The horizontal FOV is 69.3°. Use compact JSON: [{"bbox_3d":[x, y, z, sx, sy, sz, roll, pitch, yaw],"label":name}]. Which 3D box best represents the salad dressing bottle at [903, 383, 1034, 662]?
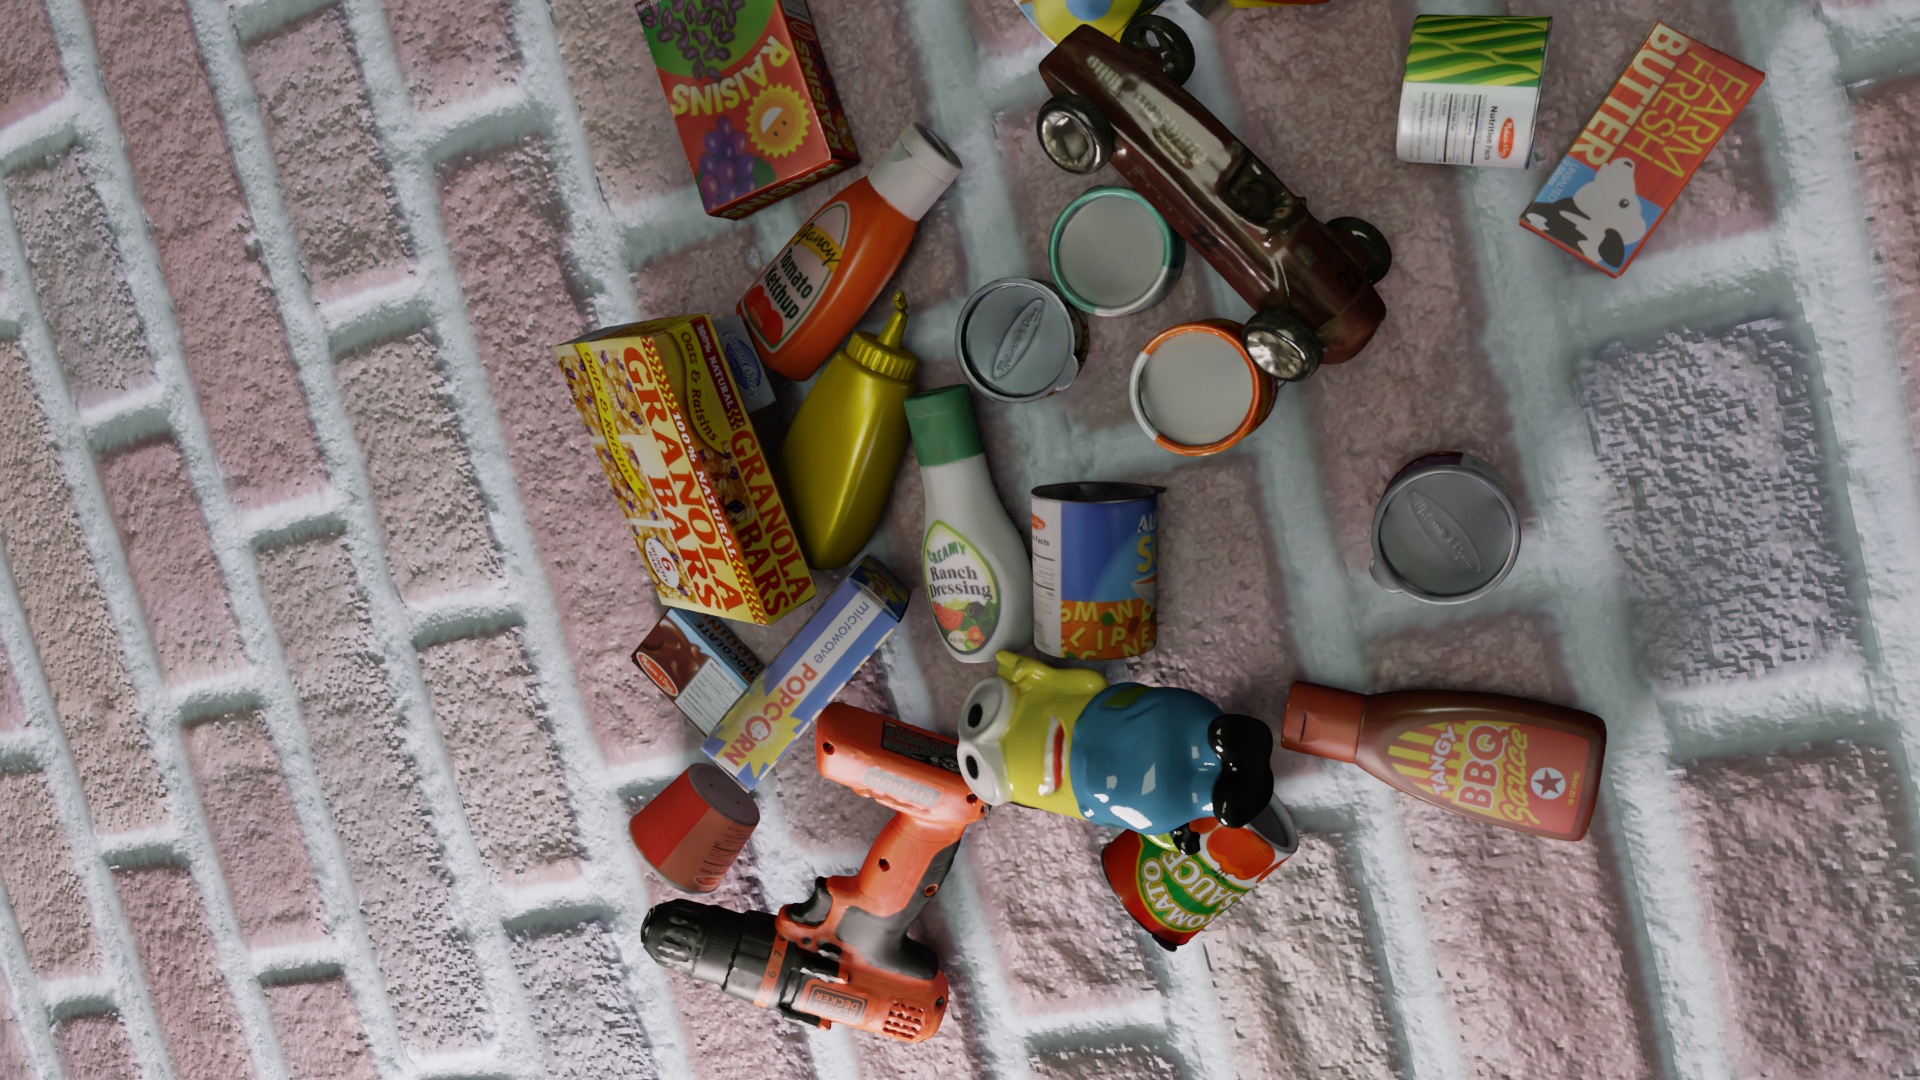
[{"bbox_3d":[0.003,-0.009,0.754,0.064,0.044,0.147,-3,104,43],"label":"salad dressing bottle"}]

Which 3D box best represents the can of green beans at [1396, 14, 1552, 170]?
[{"bbox_3d":[0.232,-0.204,0.630,0.058,0.071,0.071,9,103,19],"label":"can of green beans"}]

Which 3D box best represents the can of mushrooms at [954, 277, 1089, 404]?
[{"bbox_3d":[0.035,-0.105,0.738,0.071,0.033,0.071,3,100,20],"label":"can of mushrooms"}]

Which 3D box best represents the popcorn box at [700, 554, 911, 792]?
[{"bbox_3d":[-0.083,0.070,0.768,0.038,0.085,0.126,41,97,-4],"label":"popcorn box"}]

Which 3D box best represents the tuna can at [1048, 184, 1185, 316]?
[{"bbox_3d":[0.079,-0.151,0.714,0.071,0.033,0.071,4,101,19],"label":"tuna can"}]

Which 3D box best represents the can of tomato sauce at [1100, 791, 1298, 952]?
[{"bbox_3d":[0.126,0.163,0.732,0.071,0.071,0.083,46,111,7],"label":"can of tomato sauce"}]

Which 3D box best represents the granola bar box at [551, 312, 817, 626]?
[{"bbox_3d":[-0.152,-0.040,0.767,0.124,0.039,0.165,5,120,51],"label":"granola bar box"}]

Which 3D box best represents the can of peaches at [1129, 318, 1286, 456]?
[{"bbox_3d":[0.125,-0.078,0.696,0.071,0.058,0.071,4,101,20],"label":"can of peaches"}]

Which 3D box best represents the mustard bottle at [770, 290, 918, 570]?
[{"bbox_3d":[-0.059,-0.063,0.771,0.065,0.049,0.159,33,108,25],"label":"mustard bottle"}]

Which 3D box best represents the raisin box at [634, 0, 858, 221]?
[{"bbox_3d":[-0.118,-0.251,0.766,0.086,0.040,0.123,-18,92,21],"label":"raisin box"}]

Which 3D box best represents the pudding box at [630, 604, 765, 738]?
[{"bbox_3d":[-0.153,0.080,0.843,0.084,0.030,0.049,44,112,8],"label":"pudding box"}]

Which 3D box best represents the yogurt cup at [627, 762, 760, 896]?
[{"bbox_3d":[-0.159,0.173,0.843,0.072,0.072,0.054,42,99,9],"label":"yogurt cup"}]

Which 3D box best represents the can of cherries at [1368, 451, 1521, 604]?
[{"bbox_3d":[0.231,-0.006,0.670,0.071,0.058,0.071,4,102,19],"label":"can of cherries"}]

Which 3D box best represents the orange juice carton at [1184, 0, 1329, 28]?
[{"bbox_3d":[0.173,-0.317,0.628,0.073,0.072,0.192,44,111,9],"label":"orange juice carton"}]

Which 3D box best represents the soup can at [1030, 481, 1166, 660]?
[{"bbox_3d":[0.073,0.014,0.729,0.071,0.071,0.083,2,101,20],"label":"soup can"}]

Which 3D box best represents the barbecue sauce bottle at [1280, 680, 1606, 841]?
[{"bbox_3d":[0.238,0.103,0.695,0.148,0.044,0.064,11,104,19],"label":"barbecue sauce bottle"}]

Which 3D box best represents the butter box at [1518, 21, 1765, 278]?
[{"bbox_3d":[0.307,-0.176,0.630,0.053,0.024,0.103,35,109,12],"label":"butter box"}]

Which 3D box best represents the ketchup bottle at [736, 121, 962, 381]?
[{"bbox_3d":[-0.060,-0.158,0.755,0.148,0.043,0.065,-46,53,20],"label":"ketchup bottle"}]

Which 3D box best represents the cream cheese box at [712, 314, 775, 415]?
[{"bbox_3d":[-0.145,-0.086,0.786,0.103,0.024,0.053,-18,94,55],"label":"cream cheese box"}]

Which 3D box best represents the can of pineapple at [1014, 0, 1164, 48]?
[{"bbox_3d":[0.063,-0.272,0.681,0.057,0.071,0.071,-39,85,23],"label":"can of pineapple"}]
